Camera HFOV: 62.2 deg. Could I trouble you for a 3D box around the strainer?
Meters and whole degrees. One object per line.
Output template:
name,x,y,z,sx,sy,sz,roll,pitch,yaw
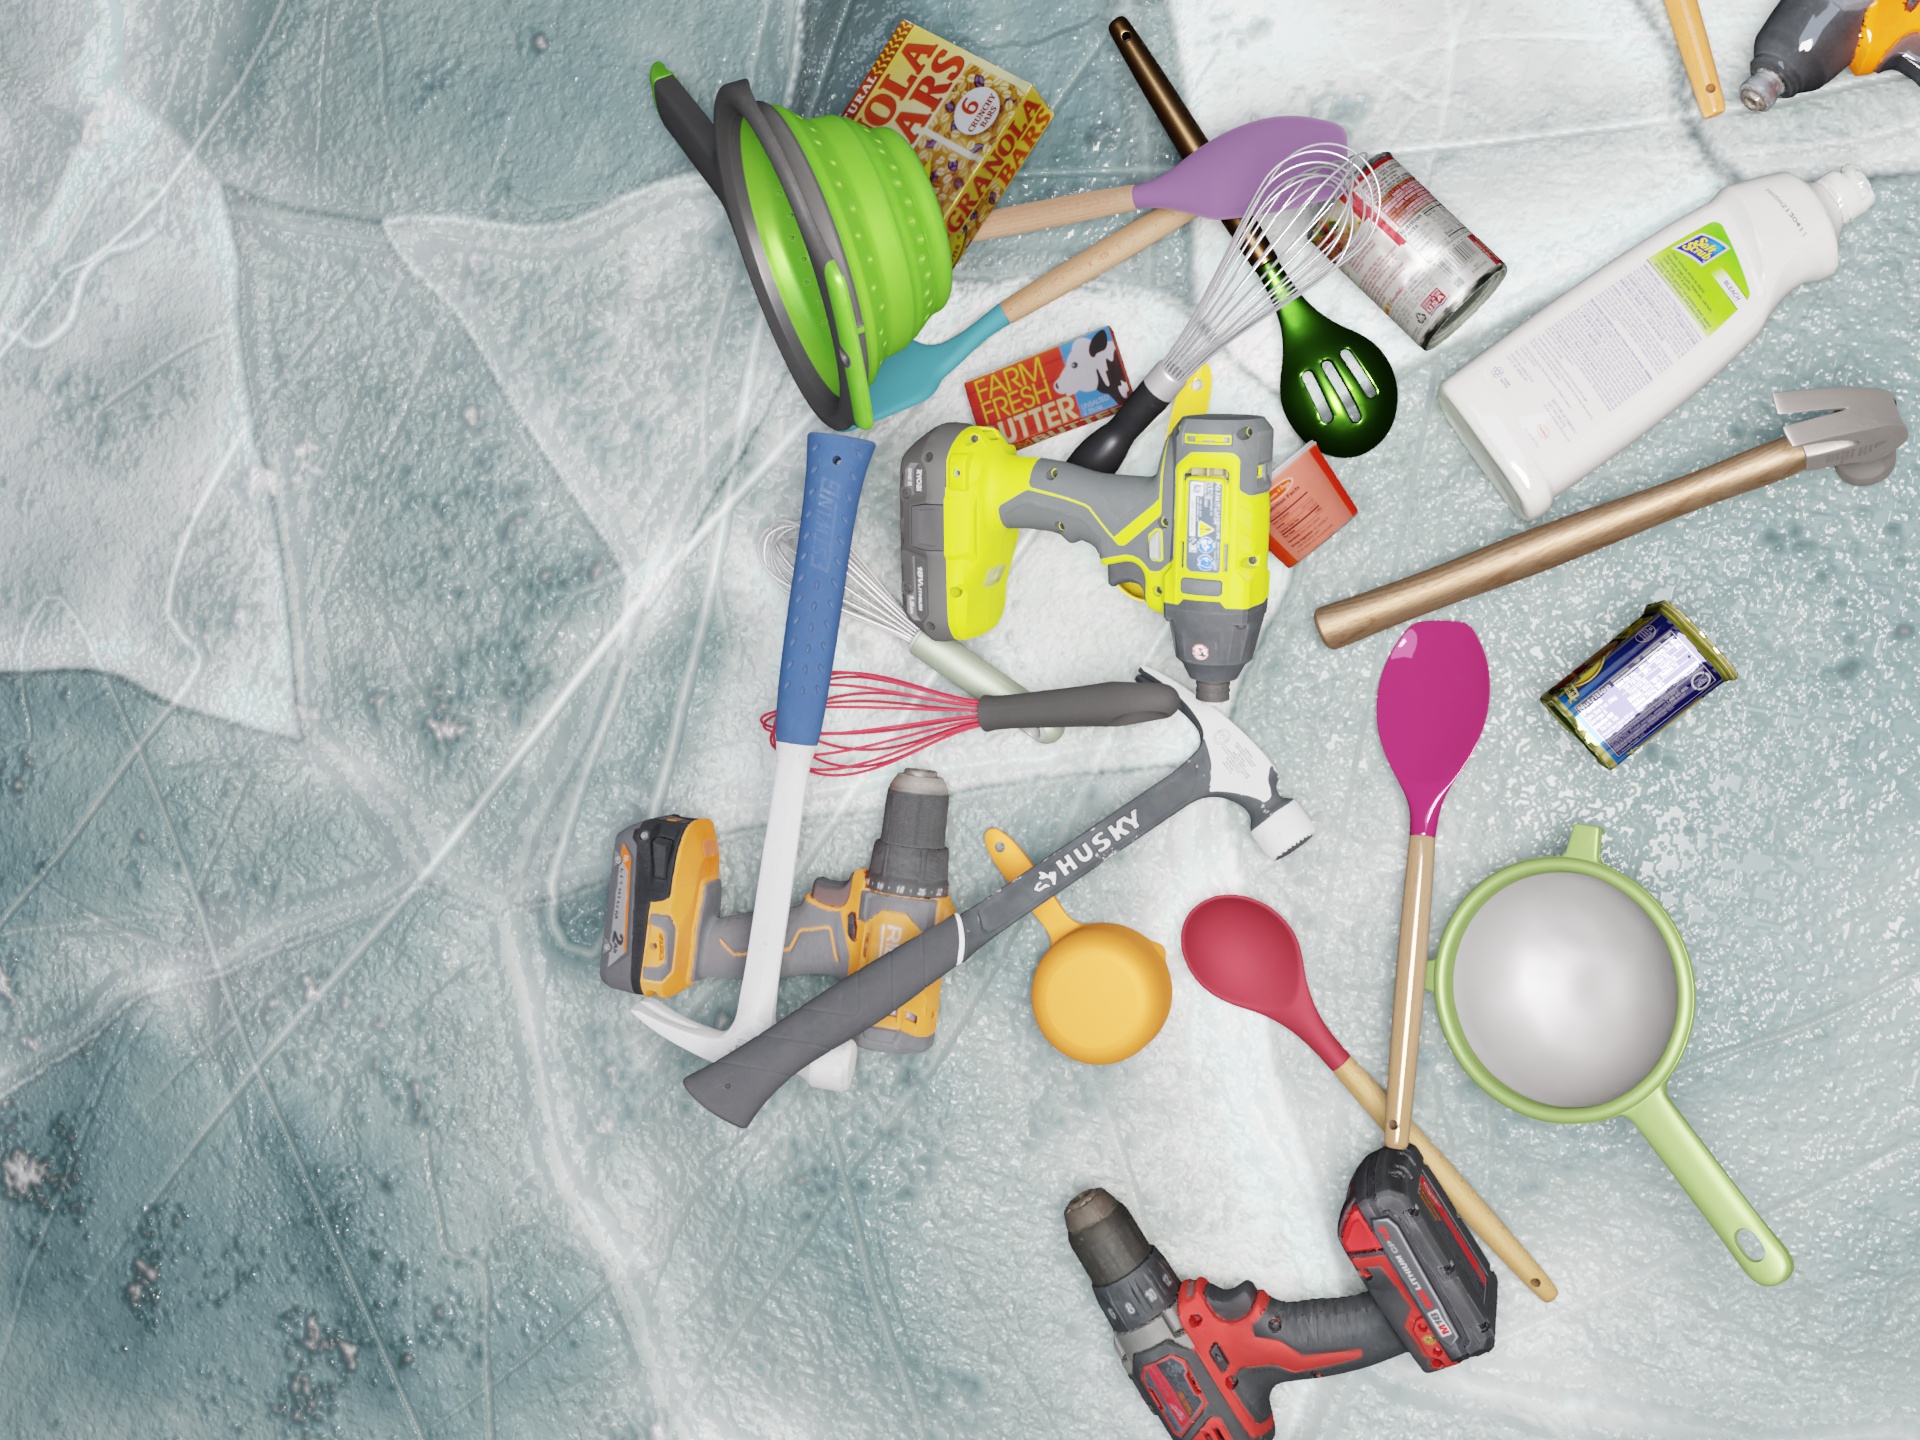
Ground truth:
strainer,0.381,0.194,0.895,0.151,0.069,0.257,-48,54,27

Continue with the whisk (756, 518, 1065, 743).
whisk,-0.033,-0.060,1.057,0.246,0.059,0.057,35,143,9

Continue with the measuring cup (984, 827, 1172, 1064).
measuring cup,0.064,0.142,1.022,0.095,0.052,0.174,-38,82,12

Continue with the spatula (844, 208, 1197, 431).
spatula,0.048,-0.282,1.032,0.317,0.044,0.082,-28,60,12

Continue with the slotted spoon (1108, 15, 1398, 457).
slotted spoon,0.175,-0.304,0.990,0.070,0.031,0.314,-31,87,10

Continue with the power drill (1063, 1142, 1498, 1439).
power drill,0.187,0.339,0.968,0.226,0.080,0.188,-33,85,21

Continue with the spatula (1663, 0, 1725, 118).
spatula,0.401,-0.512,0.947,0.081,0.041,0.322,-17,90,15

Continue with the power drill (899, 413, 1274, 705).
power drill,0.078,-0.103,0.977,0.223,0.080,0.171,8,107,27

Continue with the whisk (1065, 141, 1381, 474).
whisk,0.144,-0.229,0.962,0.070,0.070,0.284,50,125,10

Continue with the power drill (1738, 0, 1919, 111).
power drill,0.557,-0.354,0.870,0.227,0.084,0.164,45,97,15

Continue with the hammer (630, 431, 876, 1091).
hammer,-0.110,0.024,0.997,0.144,0.035,0.405,9,94,6

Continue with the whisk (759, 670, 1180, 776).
whisk,-0.002,-0.003,1.010,0.296,0.073,0.073,-4,89,28

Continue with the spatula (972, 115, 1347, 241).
spatula,0.087,-0.329,1.005,0.316,0.018,0.060,-3,84,27

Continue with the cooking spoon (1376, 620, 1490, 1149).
cooking spoon,0.276,0.096,0.959,0.069,0.017,0.319,2,81,33

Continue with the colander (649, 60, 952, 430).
colander,-0.100,-0.335,0.993,0.094,0.204,0.398,-22,48,-12

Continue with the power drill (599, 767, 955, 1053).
power drill,-0.114,0.113,1.061,0.226,0.084,0.185,8,92,11

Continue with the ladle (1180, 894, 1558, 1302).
ladle,0.255,0.232,0.984,0.069,0.031,0.315,-44,81,18

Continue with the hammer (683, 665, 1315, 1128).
hammer,0.012,0.118,0.975,0.409,0.036,0.149,-32,77,-9

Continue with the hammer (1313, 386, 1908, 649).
hammer,0.364,-0.111,0.920,0.331,0.130,0.031,-21,72,23

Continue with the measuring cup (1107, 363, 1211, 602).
measuring cup,0.137,-0.151,1.018,0.062,0.029,0.156,15,92,15
